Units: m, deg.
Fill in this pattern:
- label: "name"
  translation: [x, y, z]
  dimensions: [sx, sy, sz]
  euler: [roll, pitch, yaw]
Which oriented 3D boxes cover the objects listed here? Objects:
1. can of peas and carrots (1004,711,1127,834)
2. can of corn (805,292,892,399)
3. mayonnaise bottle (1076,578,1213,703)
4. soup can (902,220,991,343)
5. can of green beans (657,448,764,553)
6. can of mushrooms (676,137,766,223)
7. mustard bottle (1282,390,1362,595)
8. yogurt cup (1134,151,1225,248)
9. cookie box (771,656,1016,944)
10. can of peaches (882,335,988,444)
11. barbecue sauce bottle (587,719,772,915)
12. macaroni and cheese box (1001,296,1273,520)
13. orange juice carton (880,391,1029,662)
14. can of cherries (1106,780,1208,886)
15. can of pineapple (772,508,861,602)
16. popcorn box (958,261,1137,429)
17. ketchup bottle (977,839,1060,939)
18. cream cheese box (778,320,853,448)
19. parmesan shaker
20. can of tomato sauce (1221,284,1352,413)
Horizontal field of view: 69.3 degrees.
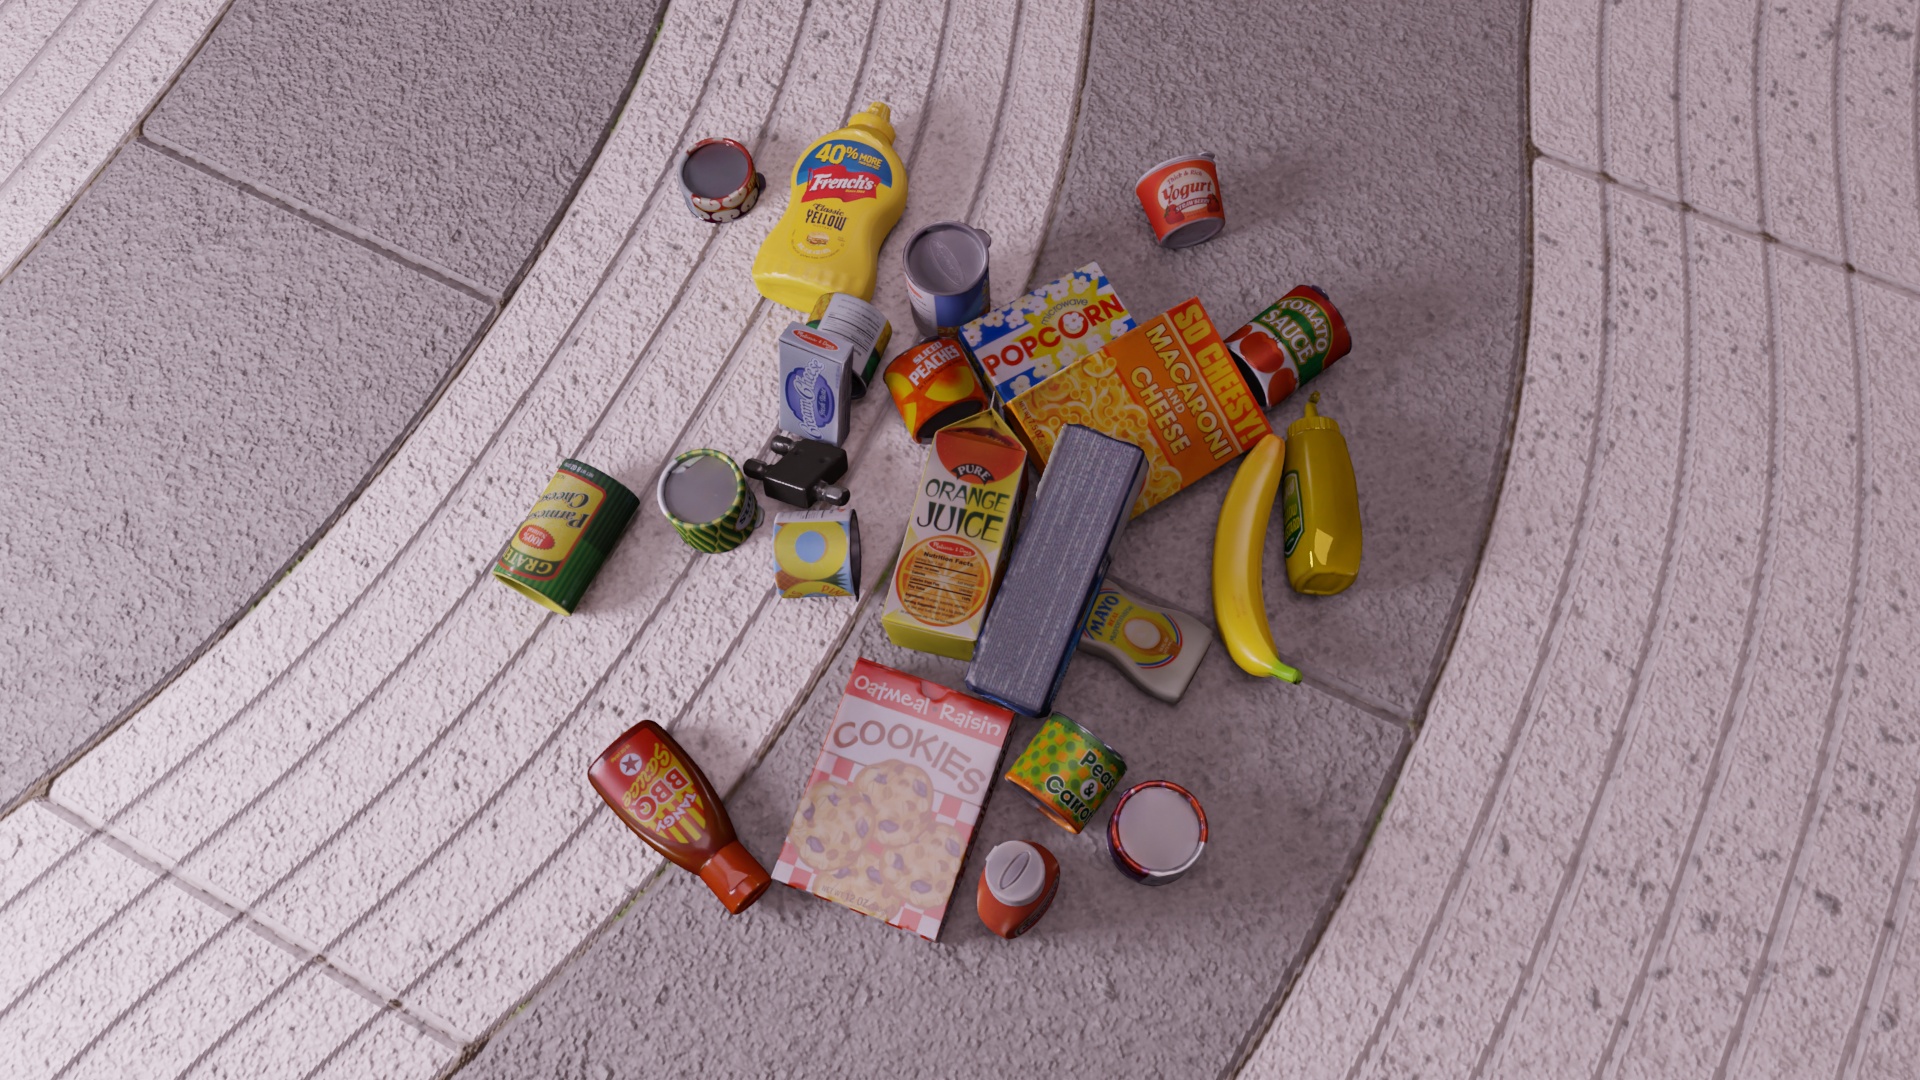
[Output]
- label: "can of peas and carrots"
  translation: [0.075, 0.164, 0.970]
  dimensions: [0.071, 0.070, 0.059]
  euler: [36, 77, 14]
- label: "can of corn"
  translation: [-0.095, -0.152, 1.095]
  dimensions: [0.071, 0.071, 0.058]
  euler: [19, 69, 9]
- label: "mayonnaise bottle"
  translation: [0.107, 0.060, 1.021]
  dimensions: [0.148, 0.041, 0.065]
  euler: [28, 77, 12]
- label: "soup can"
  translation: [-0.007, -0.204, 1.099]
  dimensions: [0.071, 0.083, 0.071]
  euler: [-1, 71, 2]
- label: "can of green beans"
  translation: [-0.192, -0.030, 1.059]
  dimensions: [0.071, 0.057, 0.071]
  euler: [-1, 71, 3]
- label: "can of mushrooms"
  translation: [-0.202, -0.305, 1.172]
  dimensions: [0.071, 0.033, 0.071]
  euler: [-1, 70, 3]
- label: "mustard bottle"
  translation: [0.267, -0.041, 1.040]
  dimensions: [0.049, 0.065, 0.161]
  euler: [4, 65, -5]
- label: "yogurt cup"
  translation: [0.181, -0.273, 1.126]
  dimensions: [0.072, 0.072, 0.054]
  euler: [-15, 79, -2]
- label: "cookie box"
  translation: [-0.044, 0.182, 0.985]
  dimensions: [0.123, 0.040, 0.168]
  euler: [18, 72, 9]
- label: "can of peaches"
  translation: [-0.019, -0.116, 1.075]
  dimensions: [0.071, 0.071, 0.058]
  euler: [-24, 72, -6]
- label: "barbecue sauce bottle"
  translation: [-0.195, 0.199, 0.985]
  dimensions: [0.065, 0.043, 0.149]
  euler: [-43, 74, -13]
- label: "macaroni and cheese box"
  translation: [0.134, -0.091, 1.055]
  dimensions: [0.167, 0.040, 0.123]
  euler: [-30, 93, -8]
- label: "orange juice carton"
  translation: [0.004, -0.013, 1.036]
  dimensions: [0.073, 0.071, 0.193]
  euler: [13, 72, 9]
- label: "can of cherries"
  translation: [0.134, 0.200, 0.960]
  dimensions: [0.071, 0.058, 0.071]
  euler: [-1, 71, 2]
- label: "can of pineapple"
  translation: [-0.106, 0.012, 1.036]
  dimensions: [0.058, 0.070, 0.071]
  euler: [-2, 70, 3]
- label: "popcorn box"
  translation: [0.073, -0.155, 1.101]
  dimensions: [0.127, 0.038, 0.085]
  euler: [-27, 71, -7]
- label: "ketchup bottle"
  translation: [0.037, 0.224, 0.909]
  dimensions: [0.043, 0.148, 0.065]
  euler: [35, 76, 15]
- label: "cream cheese box"
  translation: [-0.111, -0.116, 1.063]
  dimensions: [0.053, 0.103, 0.024]
  euler: [23, 54, 9]
- label: "parmesan shaker"
  translation: [-0.300, -0.004, 1.052]
  dimensions: [0.071, 0.071, 0.103]
  euler: [24, 73, 11]
- label: "can of tomato sauce"
  translation: [0.249, -0.148, 1.073]
  dimensions: [0.083, 0.071, 0.071]
  euler: [-36, 73, -9]
